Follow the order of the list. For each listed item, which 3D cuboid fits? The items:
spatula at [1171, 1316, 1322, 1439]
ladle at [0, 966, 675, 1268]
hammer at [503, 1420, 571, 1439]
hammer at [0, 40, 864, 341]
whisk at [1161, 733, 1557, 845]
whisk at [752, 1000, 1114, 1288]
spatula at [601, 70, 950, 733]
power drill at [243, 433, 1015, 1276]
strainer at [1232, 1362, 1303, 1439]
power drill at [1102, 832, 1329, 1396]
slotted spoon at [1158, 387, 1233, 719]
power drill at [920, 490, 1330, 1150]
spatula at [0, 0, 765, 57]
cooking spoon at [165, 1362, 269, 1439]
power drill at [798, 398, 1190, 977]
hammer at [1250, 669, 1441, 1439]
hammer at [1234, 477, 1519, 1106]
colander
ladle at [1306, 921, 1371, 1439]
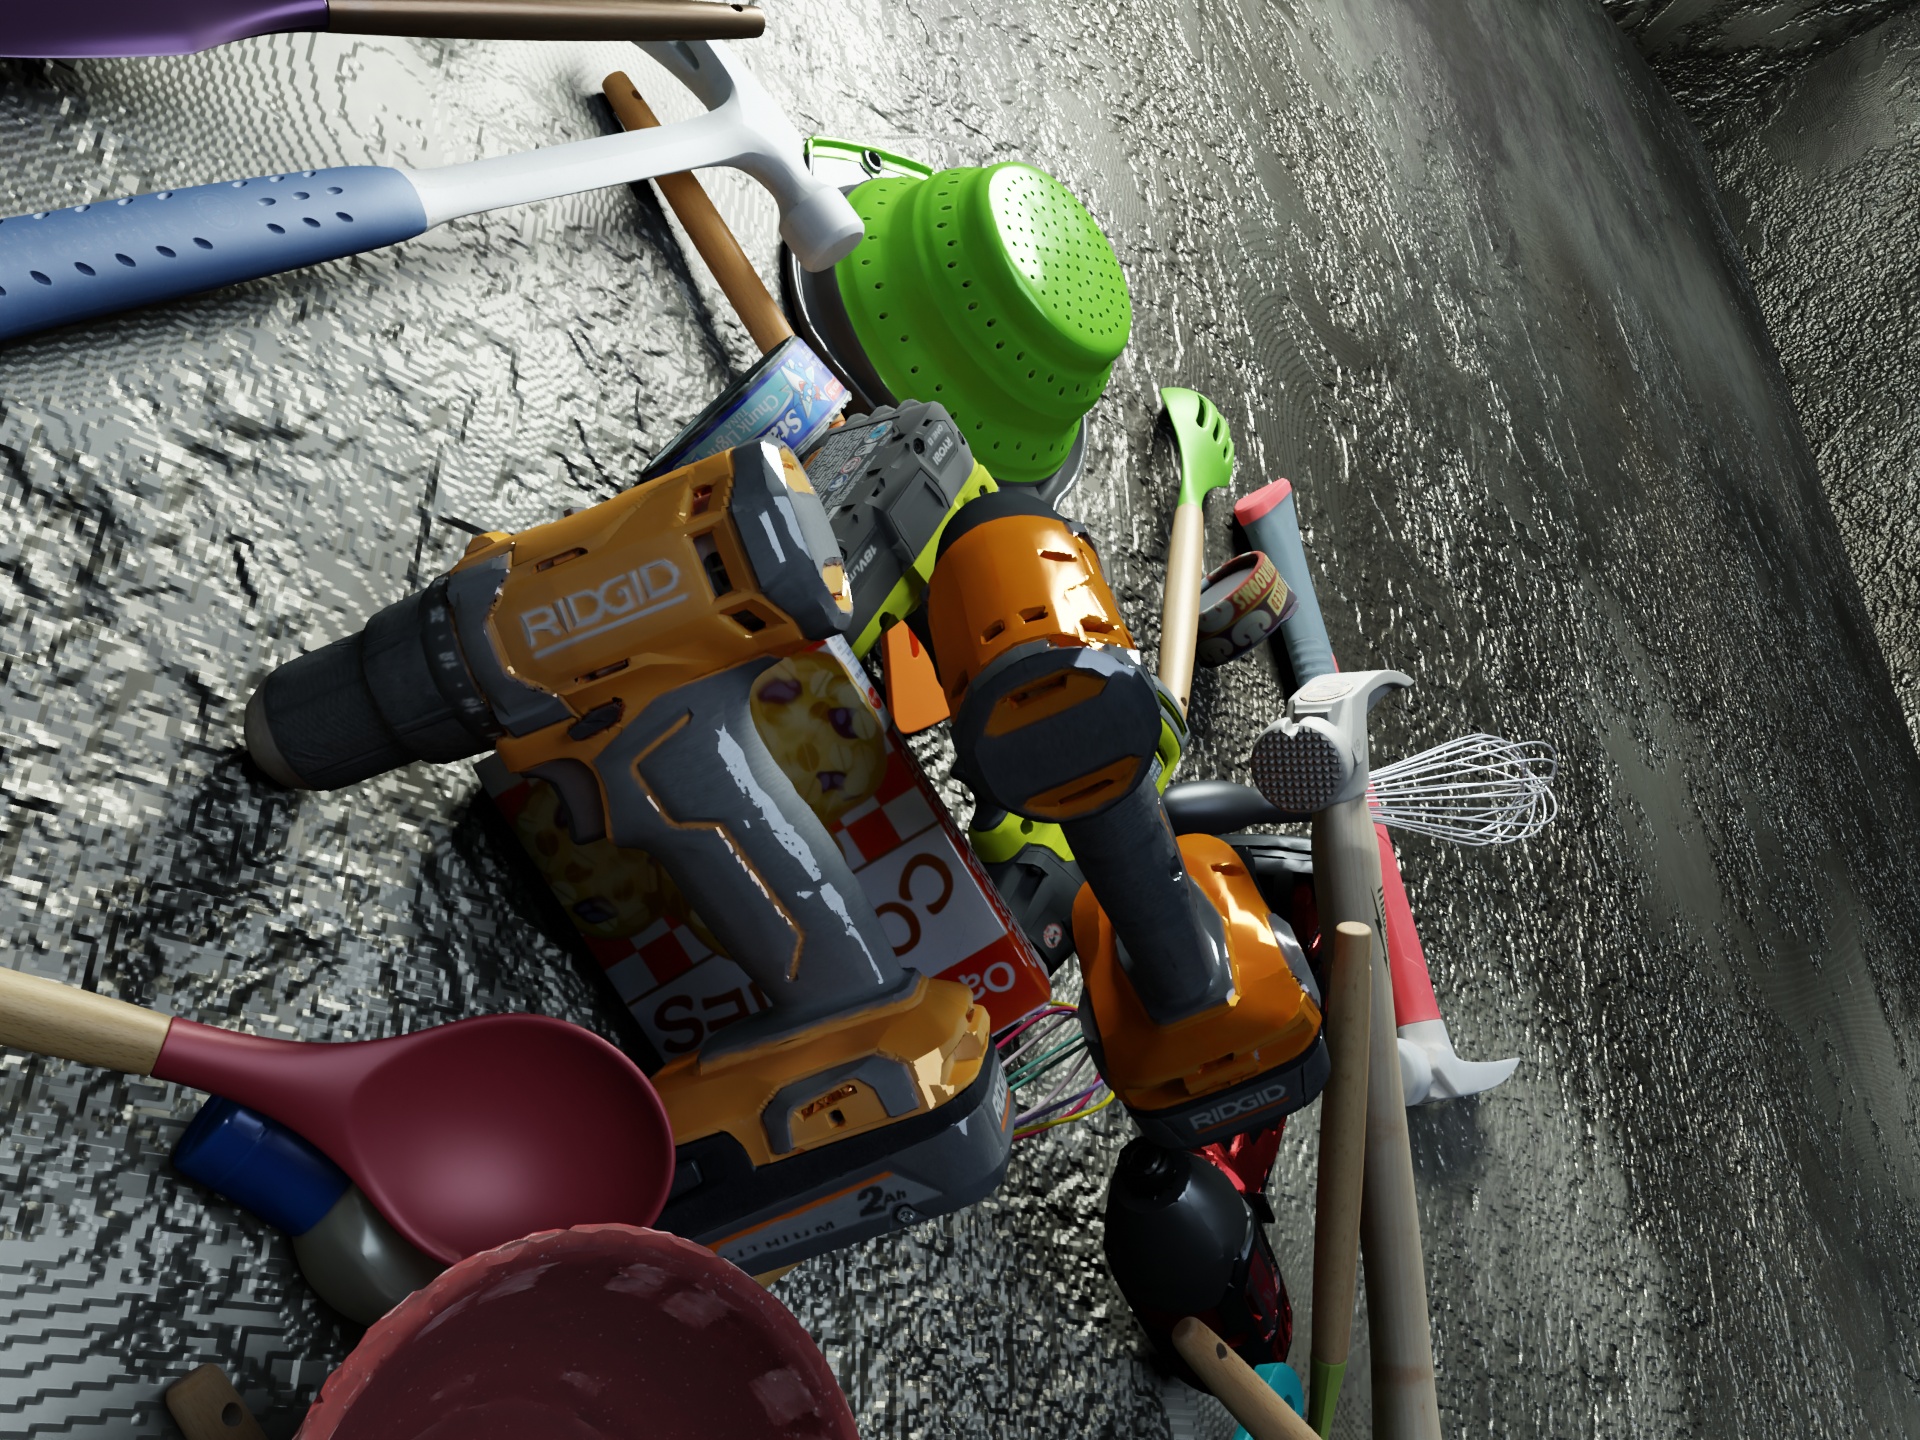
[{"bbox_3d":[0.173,0.334,0.589,0.317,0.044,0.082,49,40,-10],"label":"spatula"},{"bbox_3d":[-0.218,0.072,0.379,0.315,0.031,0.069,22,78,-23],"label":"ladle"},{"bbox_3d":[-0.206,0.263,0.307,0.331,0.033,0.128,-6,73,-46],"label":"hammer"},{"bbox_3d":[-0.197,-0.194,0.577,0.144,0.035,0.405,54,42,0],"label":"hammer"},{"bbox_3d":[0.220,0.044,0.872,0.284,0.070,0.070,-2,70,-27],"label":"whisk"},{"bbox_3d":[-0.010,0.161,0.601,0.245,0.051,0.047,-20,91,-49],"label":"whisk"},{"bbox_3d":[-0.077,-0.147,0.717,0.081,0.041,0.322,-32,90,-52],"label":"spatula"},{"bbox_3d":[-0.097,0.050,0.477,0.084,0.185,0.226,-54,124,-82],"label":"power drill"},{"bbox_3d":[0.027,0.325,0.512,0.340,0.095,0.211,-35,106,-58],"label":"strainer"},{"bbox_3d":[0.115,0.159,0.691,0.143,0.078,0.220,64,35,-37],"label":"power drill"},{"bbox_3d":[0.127,-0.099,0.883,0.070,0.031,0.314,46,35,-26],"label":"slotted spoon"},{"bbox_3d":[0.053,0.026,0.572,0.164,0.084,0.226,-102,167,-57],"label":"power drill"},{"bbox_3d":[-0.207,-0.258,0.576,0.316,0.018,0.060,-17,65,-36],"label":"spatula"},{"bbox_3d":[-0.118,0.304,0.414,0.319,0.017,0.069,61,30,-4],"label":"cooking spoon"},{"bbox_3d":[-0.001,-0.002,0.653,0.223,0.080,0.171,51,54,-30],"label":"power drill"},{"bbox_3d":[0.189,0.183,0.710,0.146,0.038,0.410,-28,112,-59],"label":"hammer"},{"bbox_3d":[0.241,0.035,0.961,0.143,0.038,0.387,9,63,-48],"label":"hammer"},{"bbox_3d":[0.047,-0.135,0.790,0.204,0.094,0.397,-10,77,-51],"label":"colander"},{"bbox_3d":[0.162,0.232,0.638,0.078,0.062,0.320,-57,147,-72],"label":"ladle"}]
